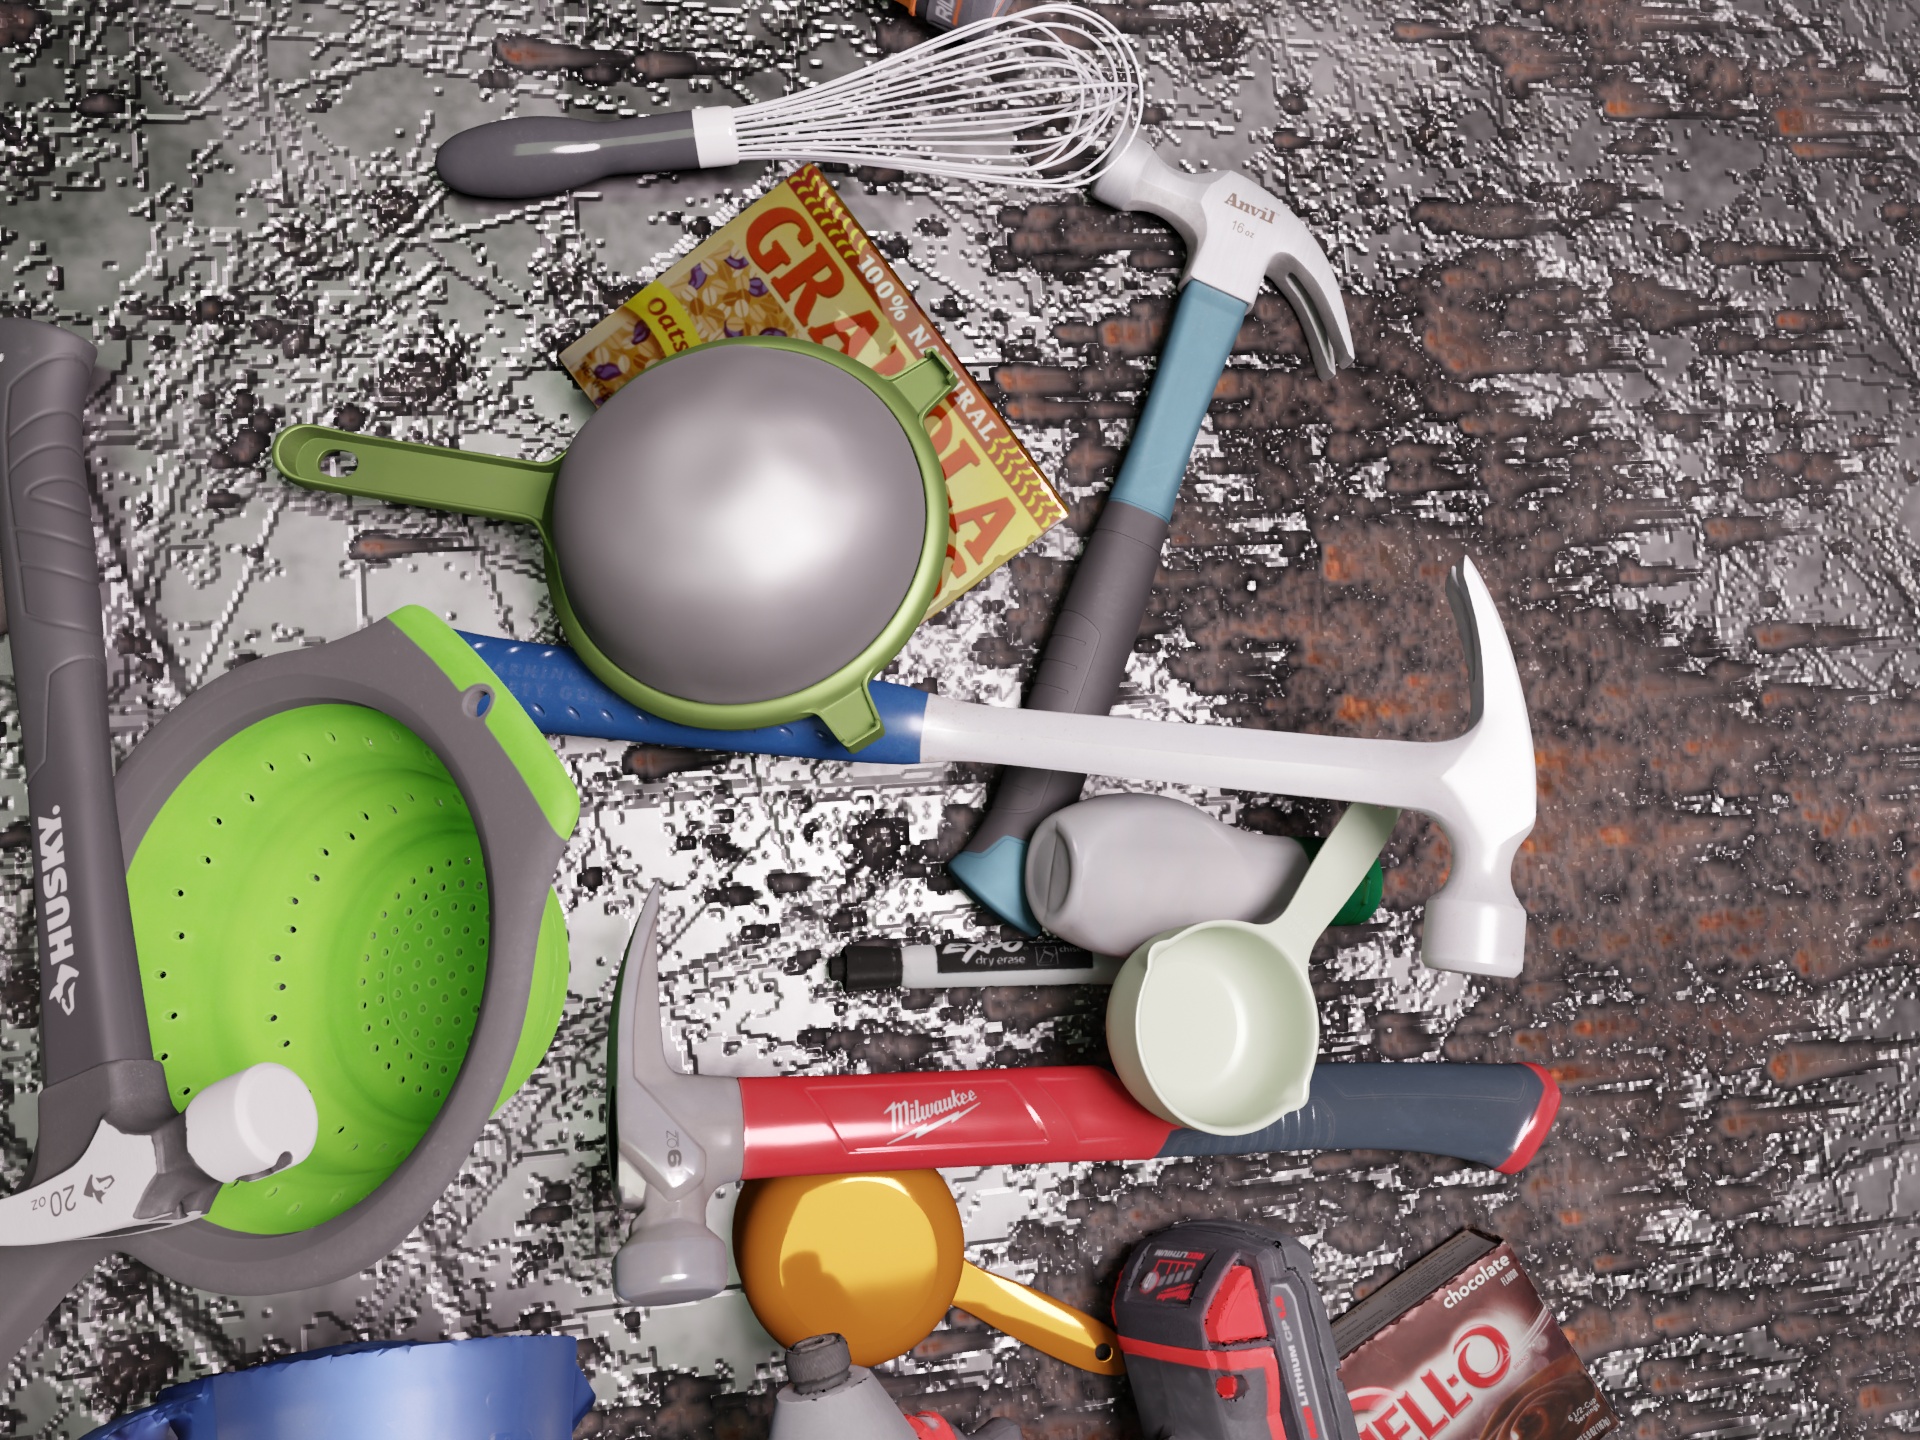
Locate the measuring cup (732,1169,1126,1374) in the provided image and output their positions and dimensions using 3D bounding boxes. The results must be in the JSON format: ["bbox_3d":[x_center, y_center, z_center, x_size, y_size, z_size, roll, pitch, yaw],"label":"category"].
[{"bbox_3d":[-0.004,0.218,0.610,0.173,0.052,0.095,26,81,-5],"label":"measuring cup"}]

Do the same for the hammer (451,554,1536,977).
[{"bbox_3d":[-0.001,-0.002,0.578,0.405,0.035,0.144,6,81,8],"label":"hammer"}]

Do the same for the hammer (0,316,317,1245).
[{"bbox_3d":[-0.304,0.007,0.534,0.146,0.035,0.335,-24,69,16],"label":"hammer"}]

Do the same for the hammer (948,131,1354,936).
[{"bbox_3d":[0.067,-0.074,0.661,0.128,0.033,0.331,21,82,-7],"label":"hammer"}]

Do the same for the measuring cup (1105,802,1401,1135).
[{"bbox_3d":[0.117,0.081,0.603,0.083,0.038,0.168,45,65,-9],"label":"measuring cup"}]

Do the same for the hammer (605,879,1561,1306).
[{"bbox_3d":[0.060,0.136,0.614,0.386,0.038,0.143,3,62,-20],"label":"hammer"}]

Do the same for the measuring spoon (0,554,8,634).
[{"bbox_3d":[-0.391,-0.081,0.581,0.124,0.018,0.034,45,79,-3],"label":"measuring spoon"}]

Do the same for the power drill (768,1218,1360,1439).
[{"bbox_3d":[0.033,0.260,0.559,0.219,0.078,0.143,-11,83,-35],"label":"power drill"}]

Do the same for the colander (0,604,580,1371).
[{"bbox_3d":[-0.258,0.144,0.553,0.397,0.094,0.205,-48,64,7],"label":"colander"}]

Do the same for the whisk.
[{"bbox_3d":[-0.066,-0.236,0.637,0.284,0.070,0.070,-9,87,-4],"label":"whisk"}]

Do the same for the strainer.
[{"bbox_3d":[-0.133,-0.085,0.558,0.256,0.069,0.151,10,78,8],"label":"strainer"}]

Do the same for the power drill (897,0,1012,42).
[{"bbox_3d":[-0.051,-0.400,0.644,0.226,0.084,0.164,30,80,-3],"label":"power drill"}]
